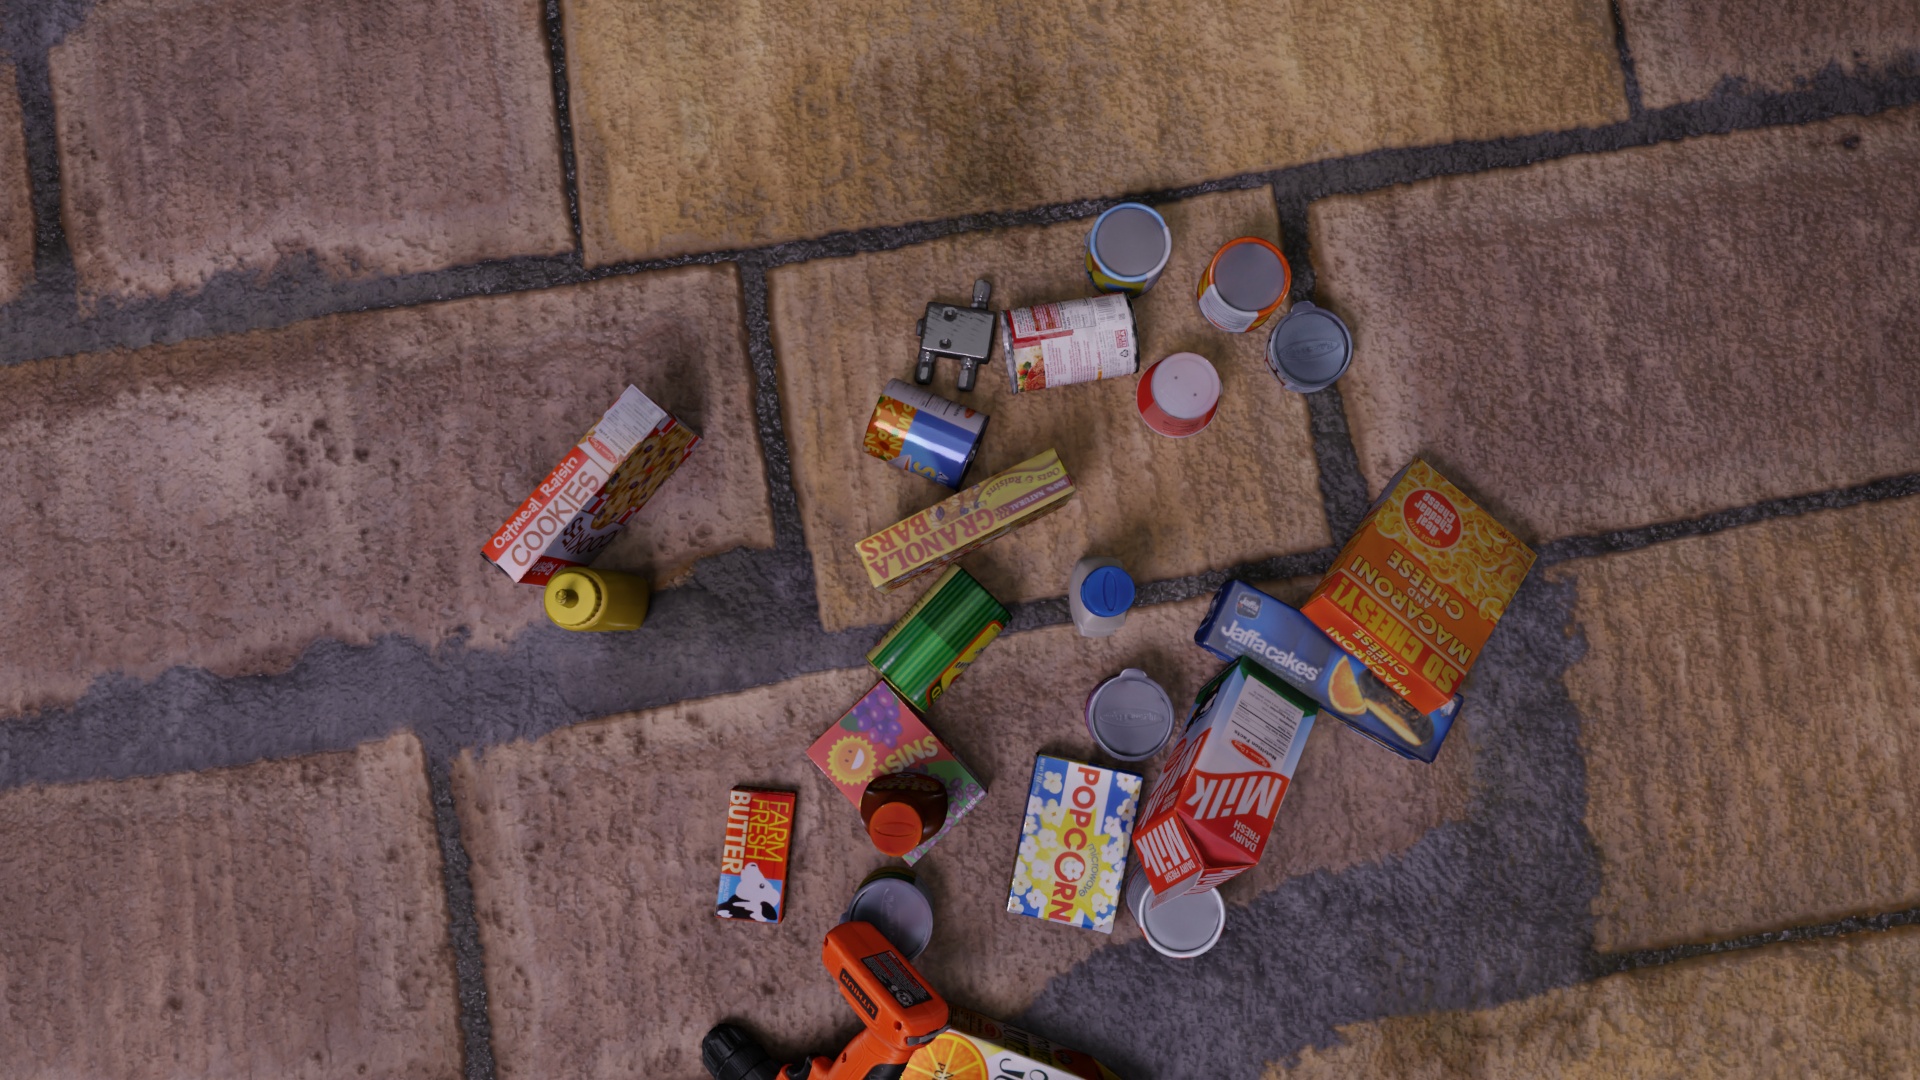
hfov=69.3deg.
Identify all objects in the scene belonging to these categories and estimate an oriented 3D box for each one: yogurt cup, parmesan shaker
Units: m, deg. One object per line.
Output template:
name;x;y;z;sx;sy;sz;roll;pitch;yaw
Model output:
yogurt cup;0.177;-0.119;1.113;0.072;0.054;0.072;0;86;1
parmesan shaker;-0.016;0.076;1.089;0.071;0.071;0.103;44;87;3

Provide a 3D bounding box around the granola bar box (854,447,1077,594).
granola bar box;0.004;-0.013;1.070;0.166;0.124;0.039;-26;86;-2

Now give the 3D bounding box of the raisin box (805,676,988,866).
raisin box;-0.050;0.181;1.098;0.086;0.040;0.123;-43;87;-2

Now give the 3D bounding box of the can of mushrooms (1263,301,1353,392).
can of mushrooms;0.281;-0.156;1.125;0.071;0.033;0.071;0;86;1

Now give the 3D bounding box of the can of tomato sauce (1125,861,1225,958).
can of tomato sauce;0.166;0.279;1.065;0.071;0.083;0.071;0;86;1

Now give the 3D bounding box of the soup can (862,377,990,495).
soup can;-0.029;-0.082;1.106;0.084;0.071;0.071;22;86;3

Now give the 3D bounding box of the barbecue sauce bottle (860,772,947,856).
barbecue sauce bottle;-0.042;0.197;1.001;0.065;0.148;0.043;2;87;1

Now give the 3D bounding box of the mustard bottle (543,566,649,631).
mustard bottle;-0.282;0.045;1.050;0.065;0.160;0.049;8;87;3

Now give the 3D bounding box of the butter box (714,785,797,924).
butter box;-0.161;0.248;1.100;0.053;0.024;0.103;6;85;2

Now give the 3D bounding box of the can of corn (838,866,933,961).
can of corn;-0.056;0.291;1.078;0.071;0.058;0.071;0;86;1

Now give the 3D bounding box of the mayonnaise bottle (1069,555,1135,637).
mayonnaise bottle;0.107;0.041;1.053;0.041;0.148;0.065;-3;86;0

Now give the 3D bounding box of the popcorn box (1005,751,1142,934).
popcorn box;0.089;0.236;1.092;0.085;0.038;0.126;12;86;1

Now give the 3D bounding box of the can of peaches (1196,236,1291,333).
can of peaches;0.228;-0.207;1.117;0.071;0.058;0.071;0;86;1

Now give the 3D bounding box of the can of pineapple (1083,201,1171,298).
can of pineapple;0.133;-0.234;1.120;0.071;0.058;0.071;0;86;1

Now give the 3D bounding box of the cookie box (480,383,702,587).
cookie box;-0.282;-0.037;1.075;0.040;0.123;0.167;41;87;4

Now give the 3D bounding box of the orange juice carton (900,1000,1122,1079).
orange juice carton;0.041;0.418;1.059;0.193;0.073;0.072;20;87;2

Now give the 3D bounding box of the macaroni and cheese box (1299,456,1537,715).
macaroni and cheese box;0.355;0.034;1.072;0.124;0.040;0.167;40;61;4

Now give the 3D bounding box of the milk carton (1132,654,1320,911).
milk carton;0.189;0.185;1.022;0.073;0.072;0.191;34;54;-1

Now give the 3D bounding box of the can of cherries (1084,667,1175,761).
can of cherries;0.132;0.135;1.090;0.071;0.058;0.071;0;85;2
